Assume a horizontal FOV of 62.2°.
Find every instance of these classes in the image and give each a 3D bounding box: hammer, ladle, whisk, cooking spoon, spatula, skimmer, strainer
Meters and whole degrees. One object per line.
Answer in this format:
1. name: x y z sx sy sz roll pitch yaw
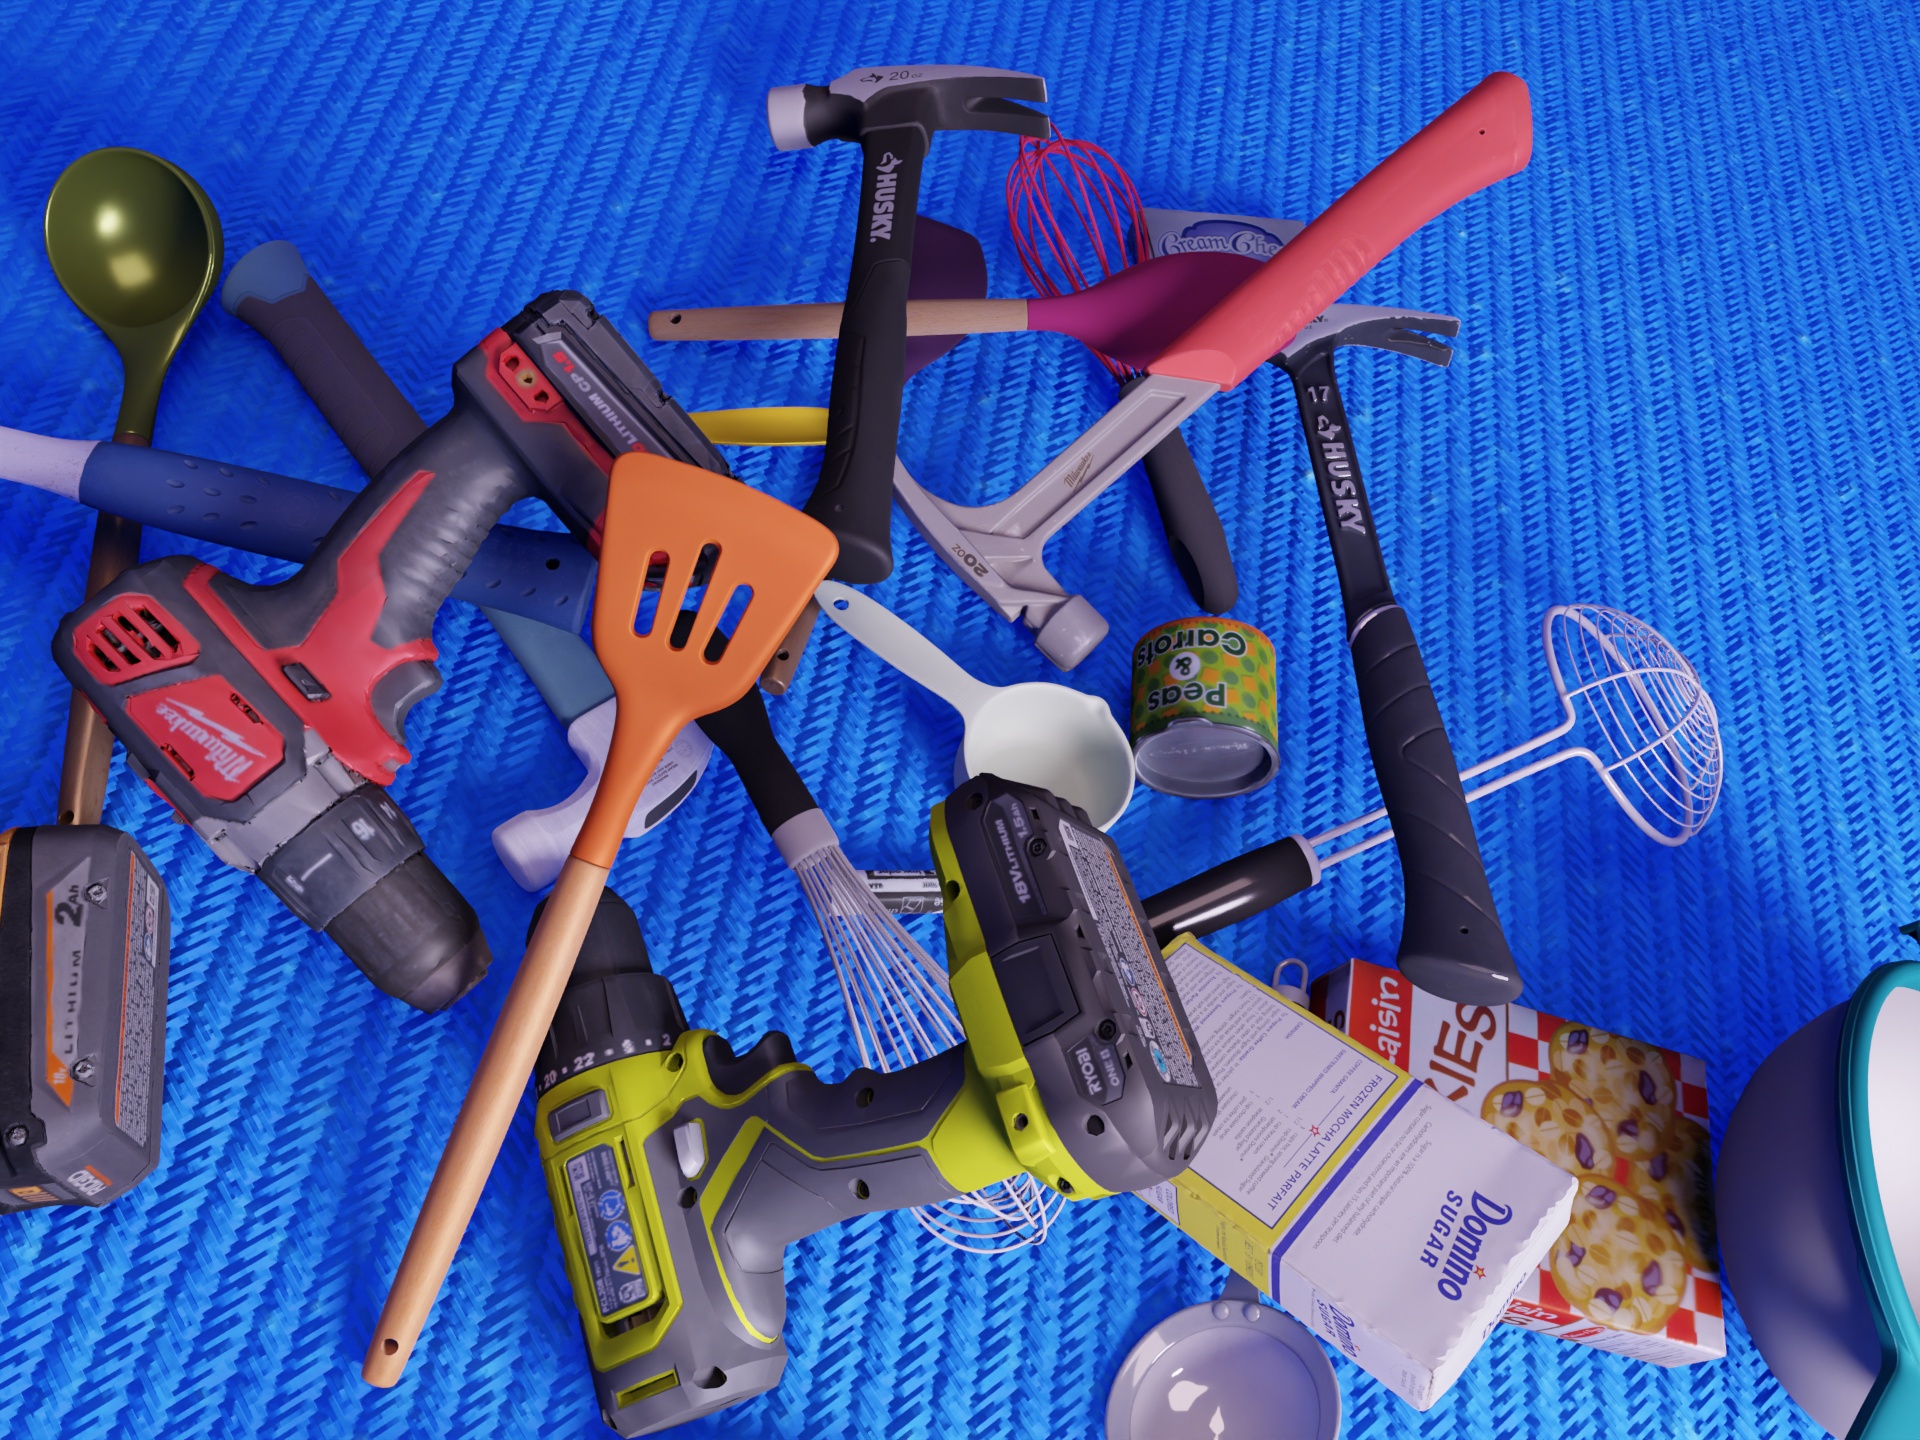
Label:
1. hammer: -0.346 -0.092 0.608 0.405 0.035 0.144 12 68 -10
2. ladle: -0.348 -0.098 0.647 0.078 0.062 0.320 -10 65 8
3. hammer: -0.222 -0.086 0.687 0.128 0.033 0.331 -32 73 -27
4. whisk: -0.044 0.073 0.612 0.070 0.070 0.285 -25 74 -26
5. cooking spoon: 0.007 -0.198 0.780 0.319 0.017 0.069 -2 76 -1
6. whisk: 0.086 -0.186 0.815 0.073 0.073 0.296 -10 69 -20
7. spatula: -0.136 0.071 0.536 0.081 0.041 0.322 22 85 -8
8. hammer: -0.033 -0.198 0.740 0.146 0.035 0.335 -3 54 8
9. hammer: 0.128 -0.192 0.754 0.359 0.036 0.149 -42 84 -7
10. spatula: -0.042 -0.141 0.776 0.059 0.018 0.316 19 57 -4
11. hammer: 0.192 -0.057 0.730 0.149 0.036 0.409 -3 53 1
12. skimmer: 0.199 0.047 0.729 0.363 0.090 0.127 -22 79 -14
13. strainer: 0.113 0.201 0.611 0.087 0.050 0.259 -6 46 29
14. strainer: 0.324 0.227 0.588 0.340 0.095 0.211 -24 87 -42

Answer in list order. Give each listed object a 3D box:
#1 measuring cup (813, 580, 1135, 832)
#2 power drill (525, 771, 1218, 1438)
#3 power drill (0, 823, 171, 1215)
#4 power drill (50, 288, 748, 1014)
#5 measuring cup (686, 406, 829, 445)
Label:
1. measuring cup: -0.001 -0.002 0.698 0.167 0.038 0.083 38 58 10
2. power drill: -0.048 0.111 0.540 0.228 0.080 0.191 -28 66 17
3. power drill: -0.381 0.126 0.498 0.226 0.084 0.186 -5 63 -13
4. power drill: -0.180 -0.024 0.581 0.227 0.080 0.188 -41 96 -11
5. measuring cup: -0.121 -0.128 0.743 0.156 0.029 0.062 -6 63 -20
